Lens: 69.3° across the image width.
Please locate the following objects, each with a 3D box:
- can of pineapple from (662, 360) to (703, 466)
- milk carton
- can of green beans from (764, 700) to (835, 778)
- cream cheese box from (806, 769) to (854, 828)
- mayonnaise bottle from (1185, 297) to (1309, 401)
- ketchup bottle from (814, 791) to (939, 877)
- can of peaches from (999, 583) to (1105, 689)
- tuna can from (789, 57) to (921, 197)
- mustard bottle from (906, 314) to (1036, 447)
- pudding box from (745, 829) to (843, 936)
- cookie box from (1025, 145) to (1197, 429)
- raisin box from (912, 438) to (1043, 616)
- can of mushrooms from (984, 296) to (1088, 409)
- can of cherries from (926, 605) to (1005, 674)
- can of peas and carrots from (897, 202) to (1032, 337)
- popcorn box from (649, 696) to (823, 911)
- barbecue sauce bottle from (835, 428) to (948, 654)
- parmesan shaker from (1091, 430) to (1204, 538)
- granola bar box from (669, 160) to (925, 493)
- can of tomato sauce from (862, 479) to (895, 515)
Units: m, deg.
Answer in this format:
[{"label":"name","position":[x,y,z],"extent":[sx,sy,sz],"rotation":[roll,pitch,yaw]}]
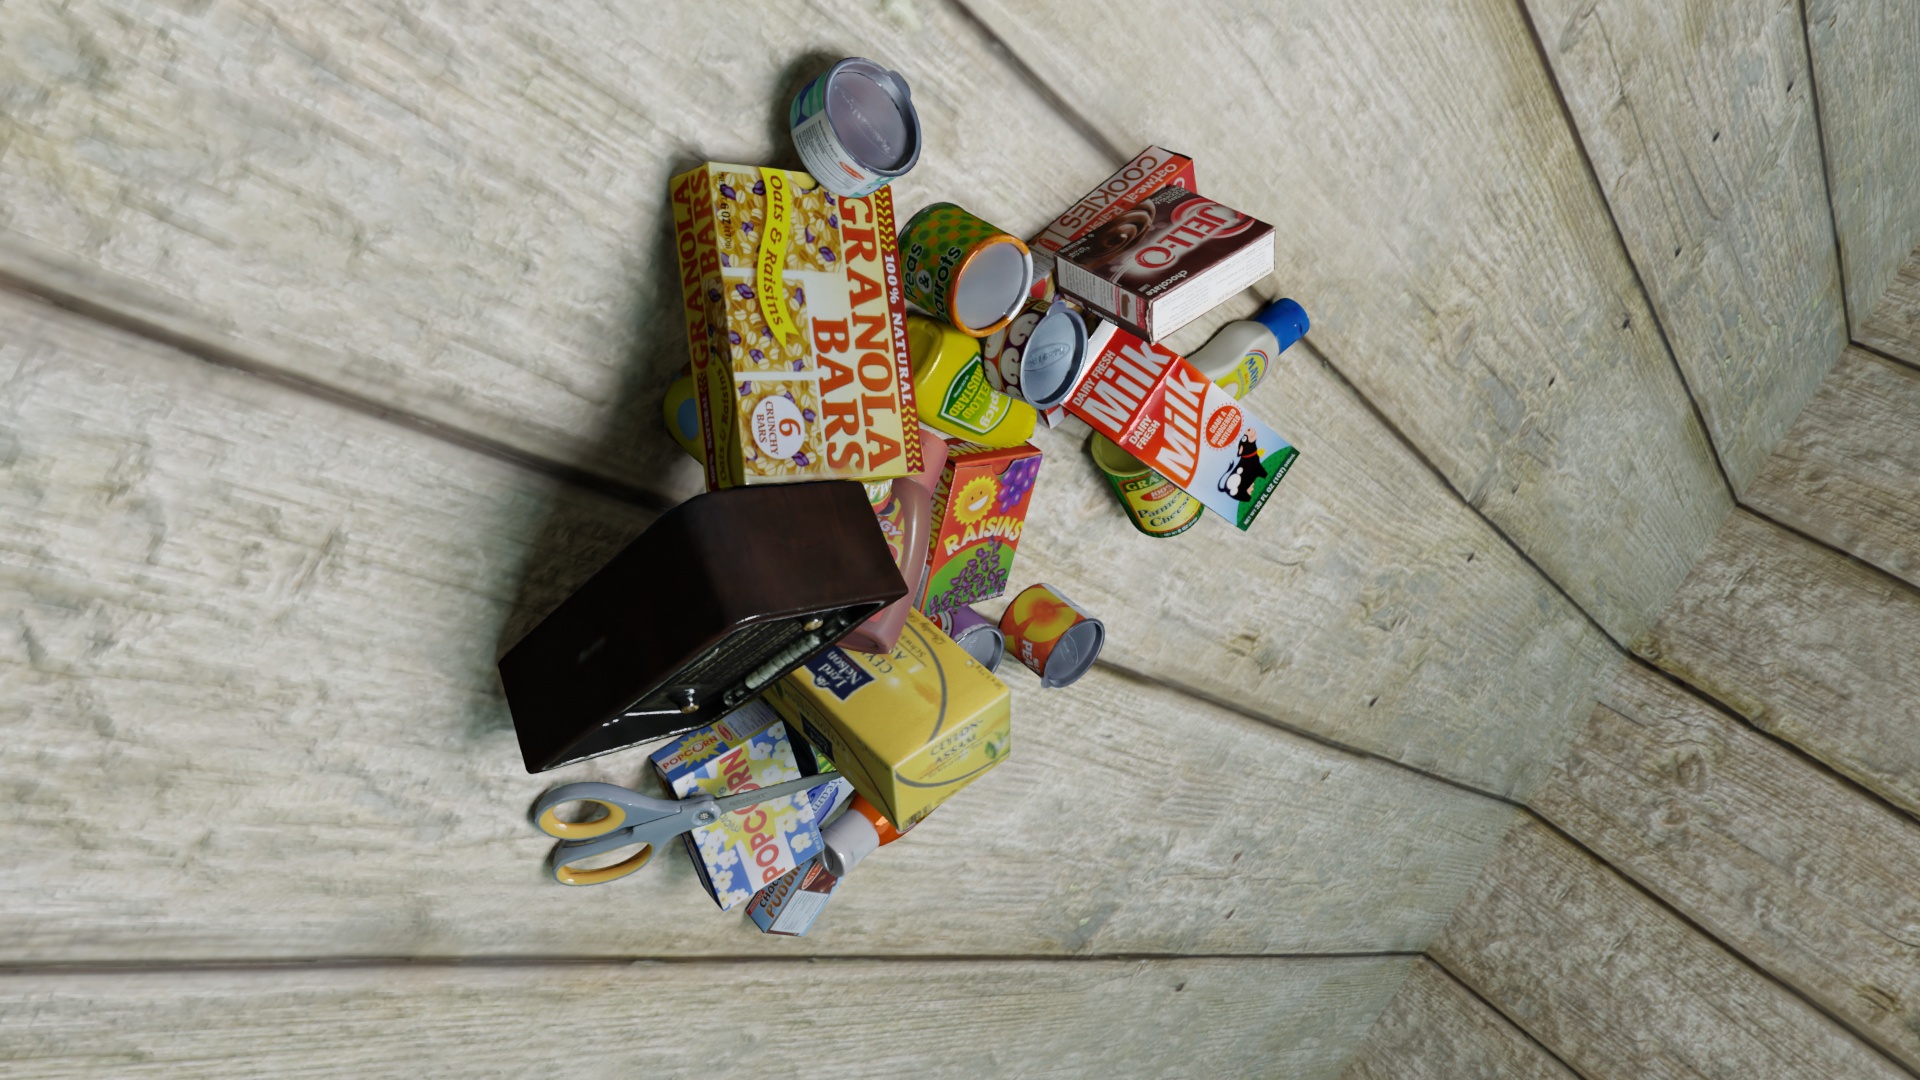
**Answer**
[{"label":"can of pineapple","position":[-0.125,-0.069,0.784],"extent":[0.071,0.058,0.070],"rotation":[-28,137,-30]},{"label":"milk carton","position":[0.143,-0.085,0.963],"extent":[0.190,0.073,0.072],"rotation":[31,97,-38]},{"label":"can of green beans","position":[-0.095,0.126,0.968],"extent":[0.058,0.071,0.071],"rotation":[-31,138,-28]},{"label":"cream cheese box","position":[-0.121,0.197,1.035],"extent":[0.104,0.024,0.053],"rotation":[-48,145,-6]},{"label":"mayonnaise bottle","position":[0.218,-0.140,1.115],"extent":[0.148,0.041,0.064],"rotation":[-39,140,-18]},{"label":"ketchup bottle","position":[-0.051,0.201,1.077],"extent":[0.149,0.043,0.064],"rotation":[-36,138,-37]},{"label":"can of peaches","position":[0.071,0.078,1.118],"extent":[0.071,0.058,0.070],"rotation":[-28,138,-29]},{"label":"tuna can","position":[-0.054,-0.219,0.735],"extent":[0.071,0.032,0.071],"rotation":[14,68,-41]},{"label":"mustard bottle","position":[0.011,-0.095,0.919],"extent":[0.160,0.049,0.065],"rotation":[24,99,-53]},{"label":"pudding box","position":[-0.123,0.267,1.084],"extent":[0.083,0.030,0.049],"rotation":[-56,142,3]},{"label":"cookie box","position":[0.099,-0.174,0.958],"extent":[0.168,0.040,0.122],"rotation":[-40,141,-17]},{"label":"raisin box","position":[0.004,-0.012,0.987],"extent":[0.086,0.040,0.122],"rotation":[-11,126,-41]},{"label":"can of mushrooms","position":[0.048,-0.121,0.879],"extent":[0.071,0.033,0.070],"rotation":[-28,130,-39]},{"label":"can of cherries","position":[-0.012,0.076,1.026],"extent":[0.072,0.058,0.071],"rotation":[-28,138,-29]},{"label":"can of peas and carrots","position":[0.000,-0.164,0.843],"extent":[0.071,0.059,0.070],"rotation":[-28,136,-30]},{"label":"popcorn box","position":[-0.151,0.182,0.955],"extent":[0.085,0.038,0.126],"rotation":[-28,125,-23]},{"label":"barbecue sauce bottle","position":[-0.048,-0.002,0.889],"extent":[0.043,0.065,0.149],"rotation":[68,38,-57]},{"label":"parmesan shaker","position":[0.152,-0.055,1.089],"extent":[0.071,0.071,0.102],"rotation":[-48,143,-7]},{"label":"granola bar box","position":[-0.084,-0.111,0.740],"extent":[0.124,0.039,0.165],"rotation":[-7,90,-44]},{"label":"can of tomato sauce","position":[-0.068,-0.063,0.842],"extent":[0.071,0.071,0.082],"rotation":[-15,129,-40]}]
